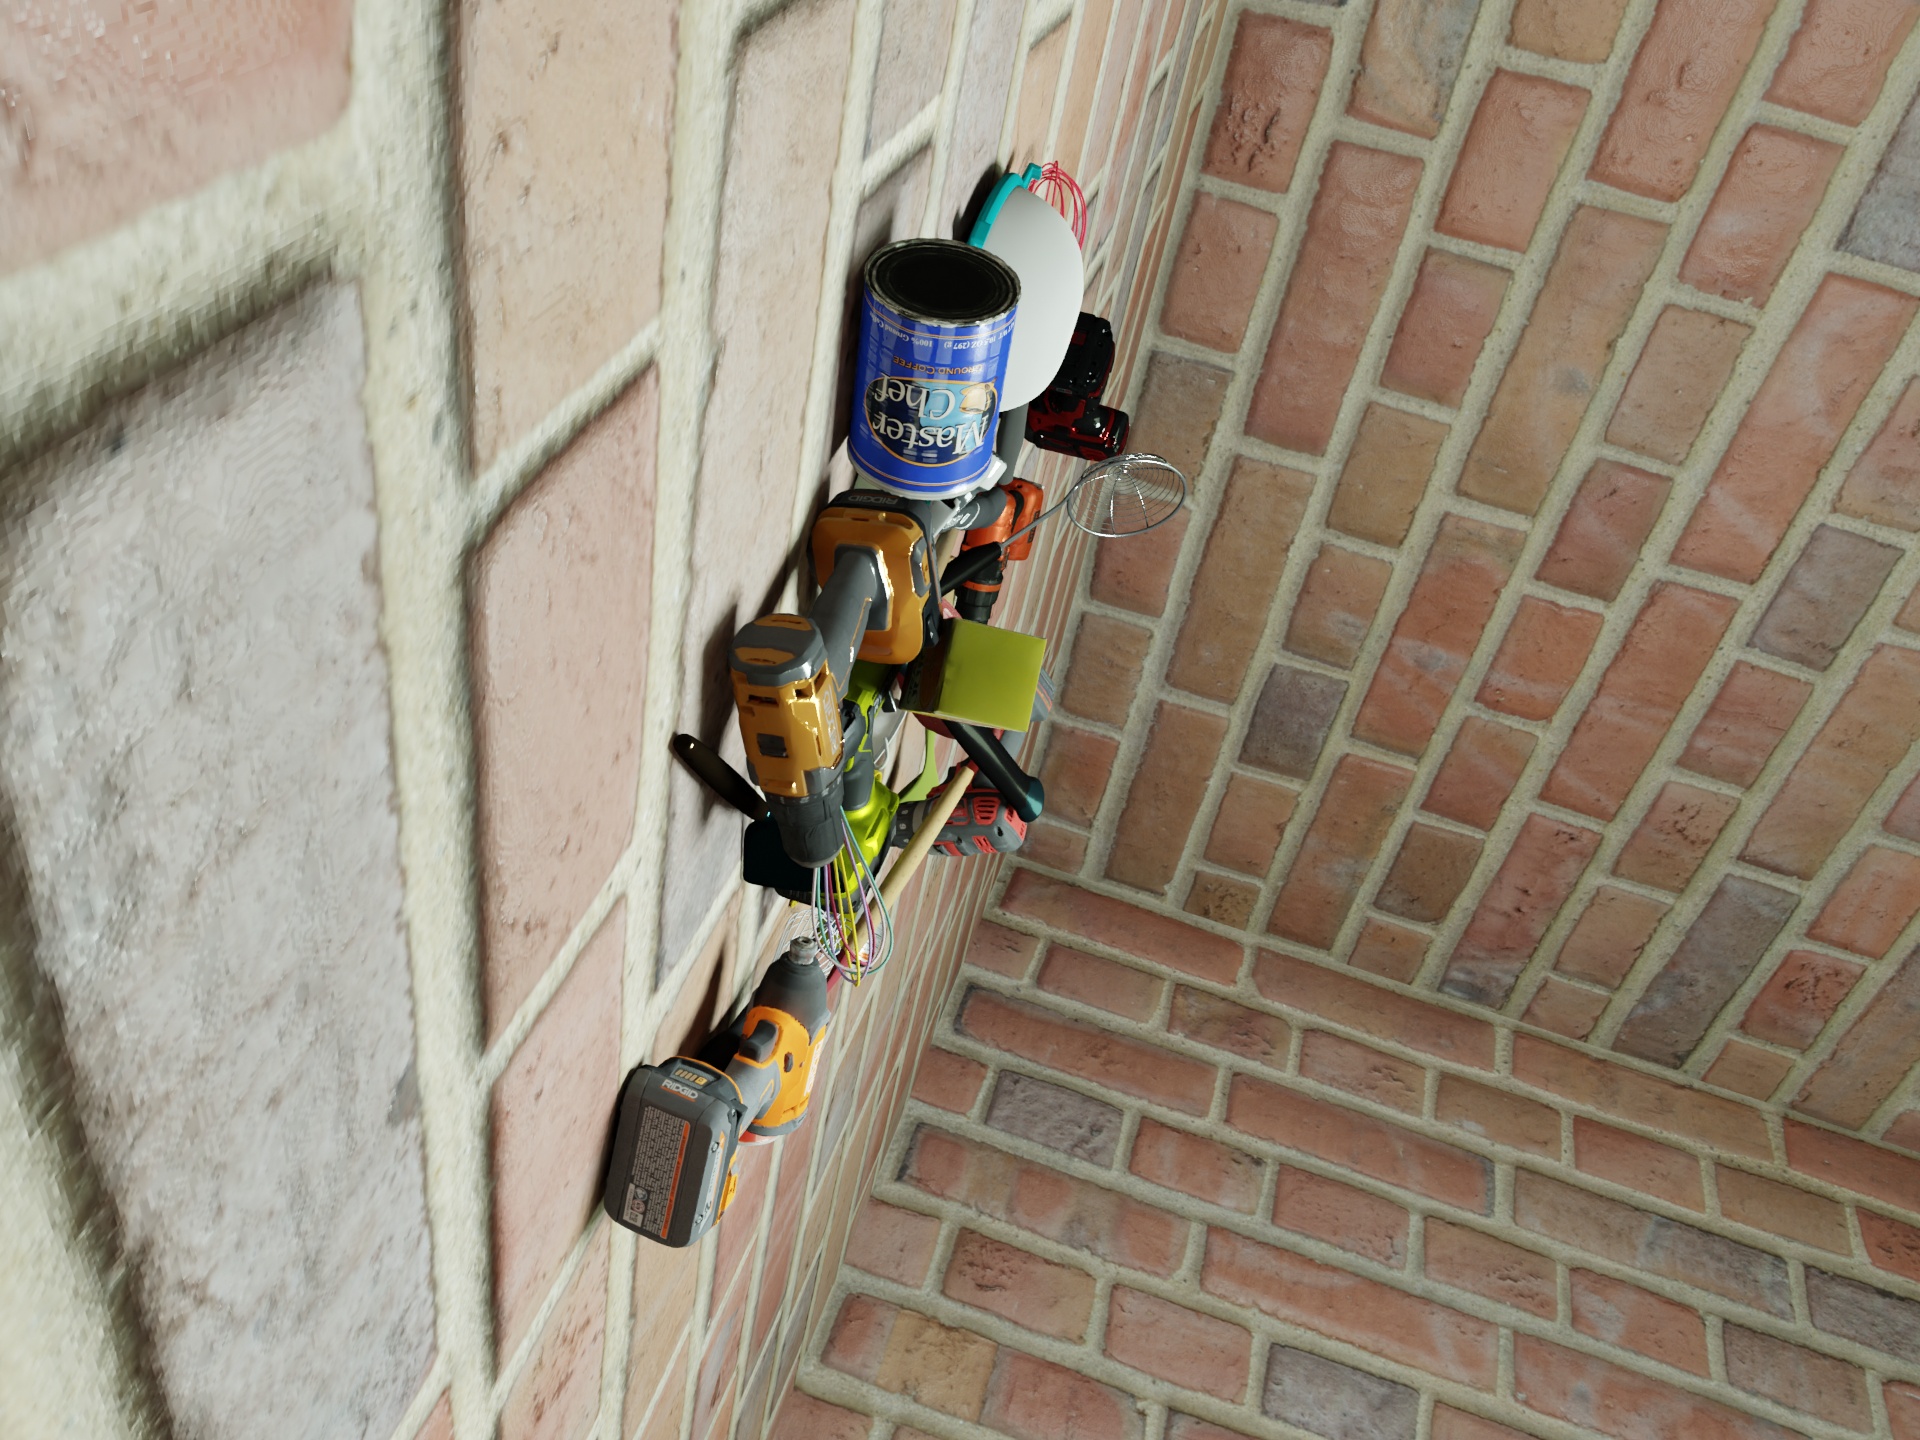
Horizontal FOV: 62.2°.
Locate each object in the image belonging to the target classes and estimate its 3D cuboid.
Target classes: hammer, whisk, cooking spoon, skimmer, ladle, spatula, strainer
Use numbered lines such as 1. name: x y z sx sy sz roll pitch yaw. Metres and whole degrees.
1. hammer: -0.002 -0.005 1.444 0.330 0.033 0.128 50 50 -46
2. whisk: -0.090 0.065 1.120 0.047 0.051 0.245 31 46 -69
3. whisk: 0.064 -0.365 1.474 0.073 0.073 0.295 -49 150 -73
4. cooking spoon: -0.011 -0.179 1.532 0.319 0.017 0.068 -74 178 -67
5. skimmer: 0.093 -0.176 1.604 0.363 0.090 0.127 -36 169 -38
6. hammer: -0.001 -0.169 1.351 0.149 0.036 0.409 -52 180 11
7. ladle: -0.078 0.173 1.330 0.315 0.031 0.069 -57 177 -3
8. spatula: -0.143 0.066 1.076 0.317 0.082 0.044 65 31 -72
9. strainer: 0.037 -0.296 1.385 0.211 0.095 0.340 -64 171 -53
10. whisk: -0.159 0.233 1.364 0.285 0.070 0.070 -48 156 -62
11. ladle: -0.041 -0.029 1.743 0.078 0.062 0.320 -53 153 -64
12. strainer: -0.076 0.004 1.500 0.087 0.050 0.258 -52 -177 9

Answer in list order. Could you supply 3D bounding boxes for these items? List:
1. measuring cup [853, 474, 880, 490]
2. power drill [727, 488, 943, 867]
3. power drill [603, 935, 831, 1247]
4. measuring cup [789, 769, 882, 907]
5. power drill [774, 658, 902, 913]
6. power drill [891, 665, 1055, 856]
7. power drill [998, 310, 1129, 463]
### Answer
1. measuring cup: -0.041 -0.204 1.239 0.083 0.038 0.168 98 14 -54
2. power drill: -0.080 -0.029 1.069 0.226 0.084 0.185 -65 156 -47
3. power drill: -0.164 0.261 1.166 0.226 0.084 0.164 -36 142 -67
4. measuring cup: -0.124 0.105 1.477 0.156 0.029 0.062 -56 167 -25
5. power drill: -0.100 0.045 1.278 0.171 0.080 0.223 -66 167 -45
6. power drill: -0.004 0.040 1.657 0.080 0.188 0.227 52 44 -44
7. power drill: 0.096 -0.339 1.632 0.219 0.143 0.078 58 50 -72
